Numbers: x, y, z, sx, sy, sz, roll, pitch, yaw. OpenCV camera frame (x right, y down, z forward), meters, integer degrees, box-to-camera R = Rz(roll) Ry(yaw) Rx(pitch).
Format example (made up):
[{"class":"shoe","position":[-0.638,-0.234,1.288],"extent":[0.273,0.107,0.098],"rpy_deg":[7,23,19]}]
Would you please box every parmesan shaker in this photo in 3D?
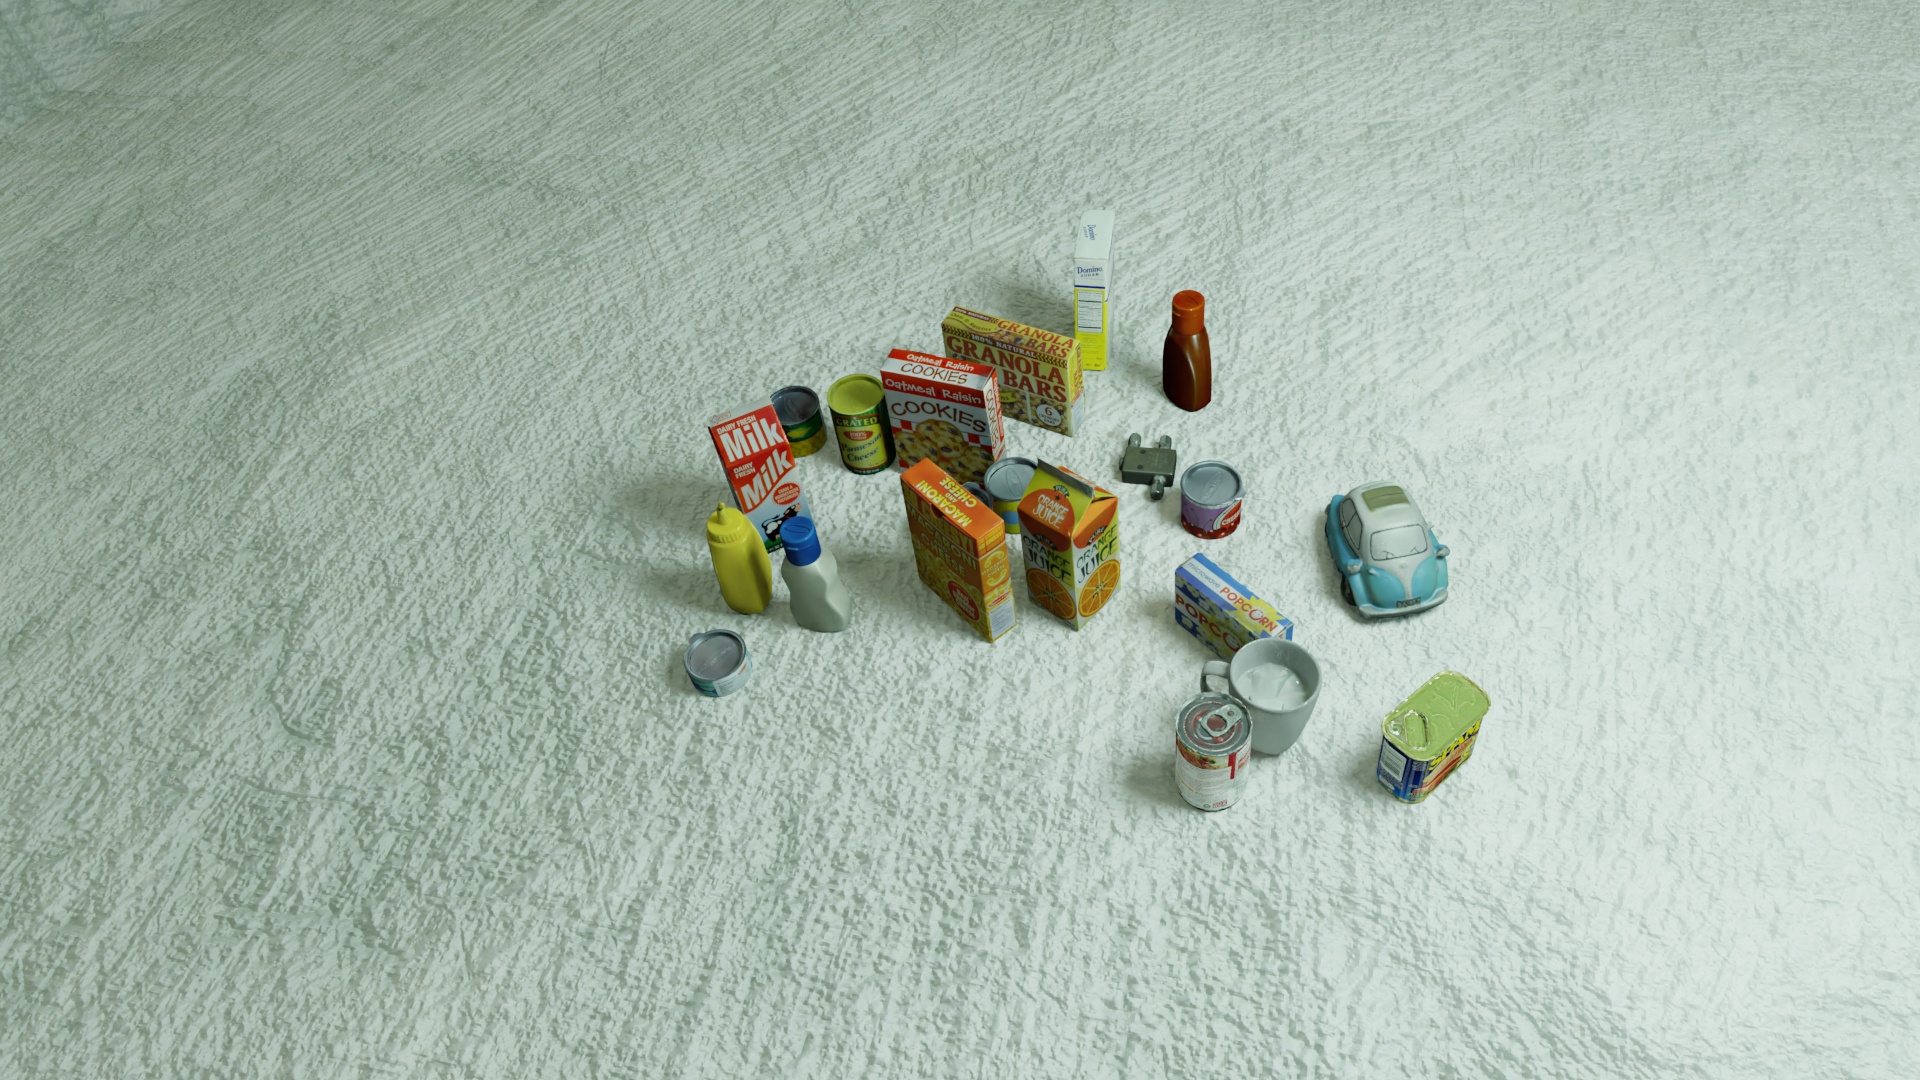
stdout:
[{"class":"parmesan shaker","position":[-0.110,-0.133,1.601],"extent":[0.071,0.102,0.072],"rpy_deg":[-4,49,5]}]

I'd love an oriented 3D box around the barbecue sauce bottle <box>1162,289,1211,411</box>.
[{"class":"barbecue sauce bottle","position":[0.260,-0.219,1.592],"extent":[0.044,0.147,0.065],"rpy_deg":[-31,52,-18]}]

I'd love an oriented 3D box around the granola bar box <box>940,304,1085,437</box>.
[{"class":"granola bar box","position":[0.063,-0.198,1.619],"extent":[0.166,0.123,0.039],"rpy_deg":[20,55,24]}]

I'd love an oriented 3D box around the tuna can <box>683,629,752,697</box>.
[{"class":"tuna can","position":[-0.253,0.126,1.443],"extent":[0.071,0.032,0.071],"rpy_deg":[-4,49,5]}]

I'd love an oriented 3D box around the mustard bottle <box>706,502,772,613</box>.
[{"class":"mustard bottle","position":[-0.235,0.011,1.457],"extent":[0.049,0.159,0.066],"rpy_deg":[0,50,9]}]

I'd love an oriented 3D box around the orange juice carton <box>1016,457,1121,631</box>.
[{"class":"orange juice carton","position":[0.110,-0.004,1.398],"extent":[0.072,0.191,0.073],"rpy_deg":[33,61,31]}]

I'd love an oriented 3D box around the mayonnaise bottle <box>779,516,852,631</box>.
[{"class":"mayonnaise bottle","position":[-0.153,0.036,1.431],"extent":[0.065,0.147,0.041],"rpy_deg":[8,51,15]}]

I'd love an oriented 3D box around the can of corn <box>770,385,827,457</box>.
[{"class":"can of corn","position":[-0.197,-0.139,1.649],"extent":[0.071,0.058,0.071],"rpy_deg":[-4,49,5]}]

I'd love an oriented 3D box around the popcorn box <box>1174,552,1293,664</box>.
[{"class":"popcorn box","position":[0.268,0.080,1.374],"extent":[0.038,0.084,0.127],"rpy_deg":[-35,53,-20]}]

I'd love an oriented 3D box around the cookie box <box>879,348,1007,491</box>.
[{"class":"cookie box","position":[-0.016,-0.132,1.544],"extent":[0.123,0.166,0.040],"rpy_deg":[13,53,19]}]

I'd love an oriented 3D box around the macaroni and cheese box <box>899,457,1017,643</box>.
[{"class":"macaroni and cheese box","position":[-0.001,0.012,1.418],"extent":[0.040,0.165,0.124],"rpy_deg":[-35,53,-20]}]

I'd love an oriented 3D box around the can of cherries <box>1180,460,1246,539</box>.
[{"class":"can of cherries","position":[0.272,-0.042,1.497],"extent":[0.071,0.058,0.072],"rpy_deg":[-4,49,5]}]

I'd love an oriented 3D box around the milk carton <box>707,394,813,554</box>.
[{"class":"milk carton","position":[-0.219,-0.078,1.511],"extent":[0.072,0.189,0.074],"rpy_deg":[-23,50,-11]}]

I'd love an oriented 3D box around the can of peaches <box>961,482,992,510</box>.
[{"class":"can of peaches","position":[0.005,-0.019,1.515],"extent":[0.071,0.057,0.071],"rpy_deg":[-4,49,5]}]

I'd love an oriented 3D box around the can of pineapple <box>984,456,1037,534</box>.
[{"class":"can of pineapple","position":[0.063,-0.049,1.534],"extent":[0.071,0.057,0.071],"rpy_deg":[-4,49,5]}]
